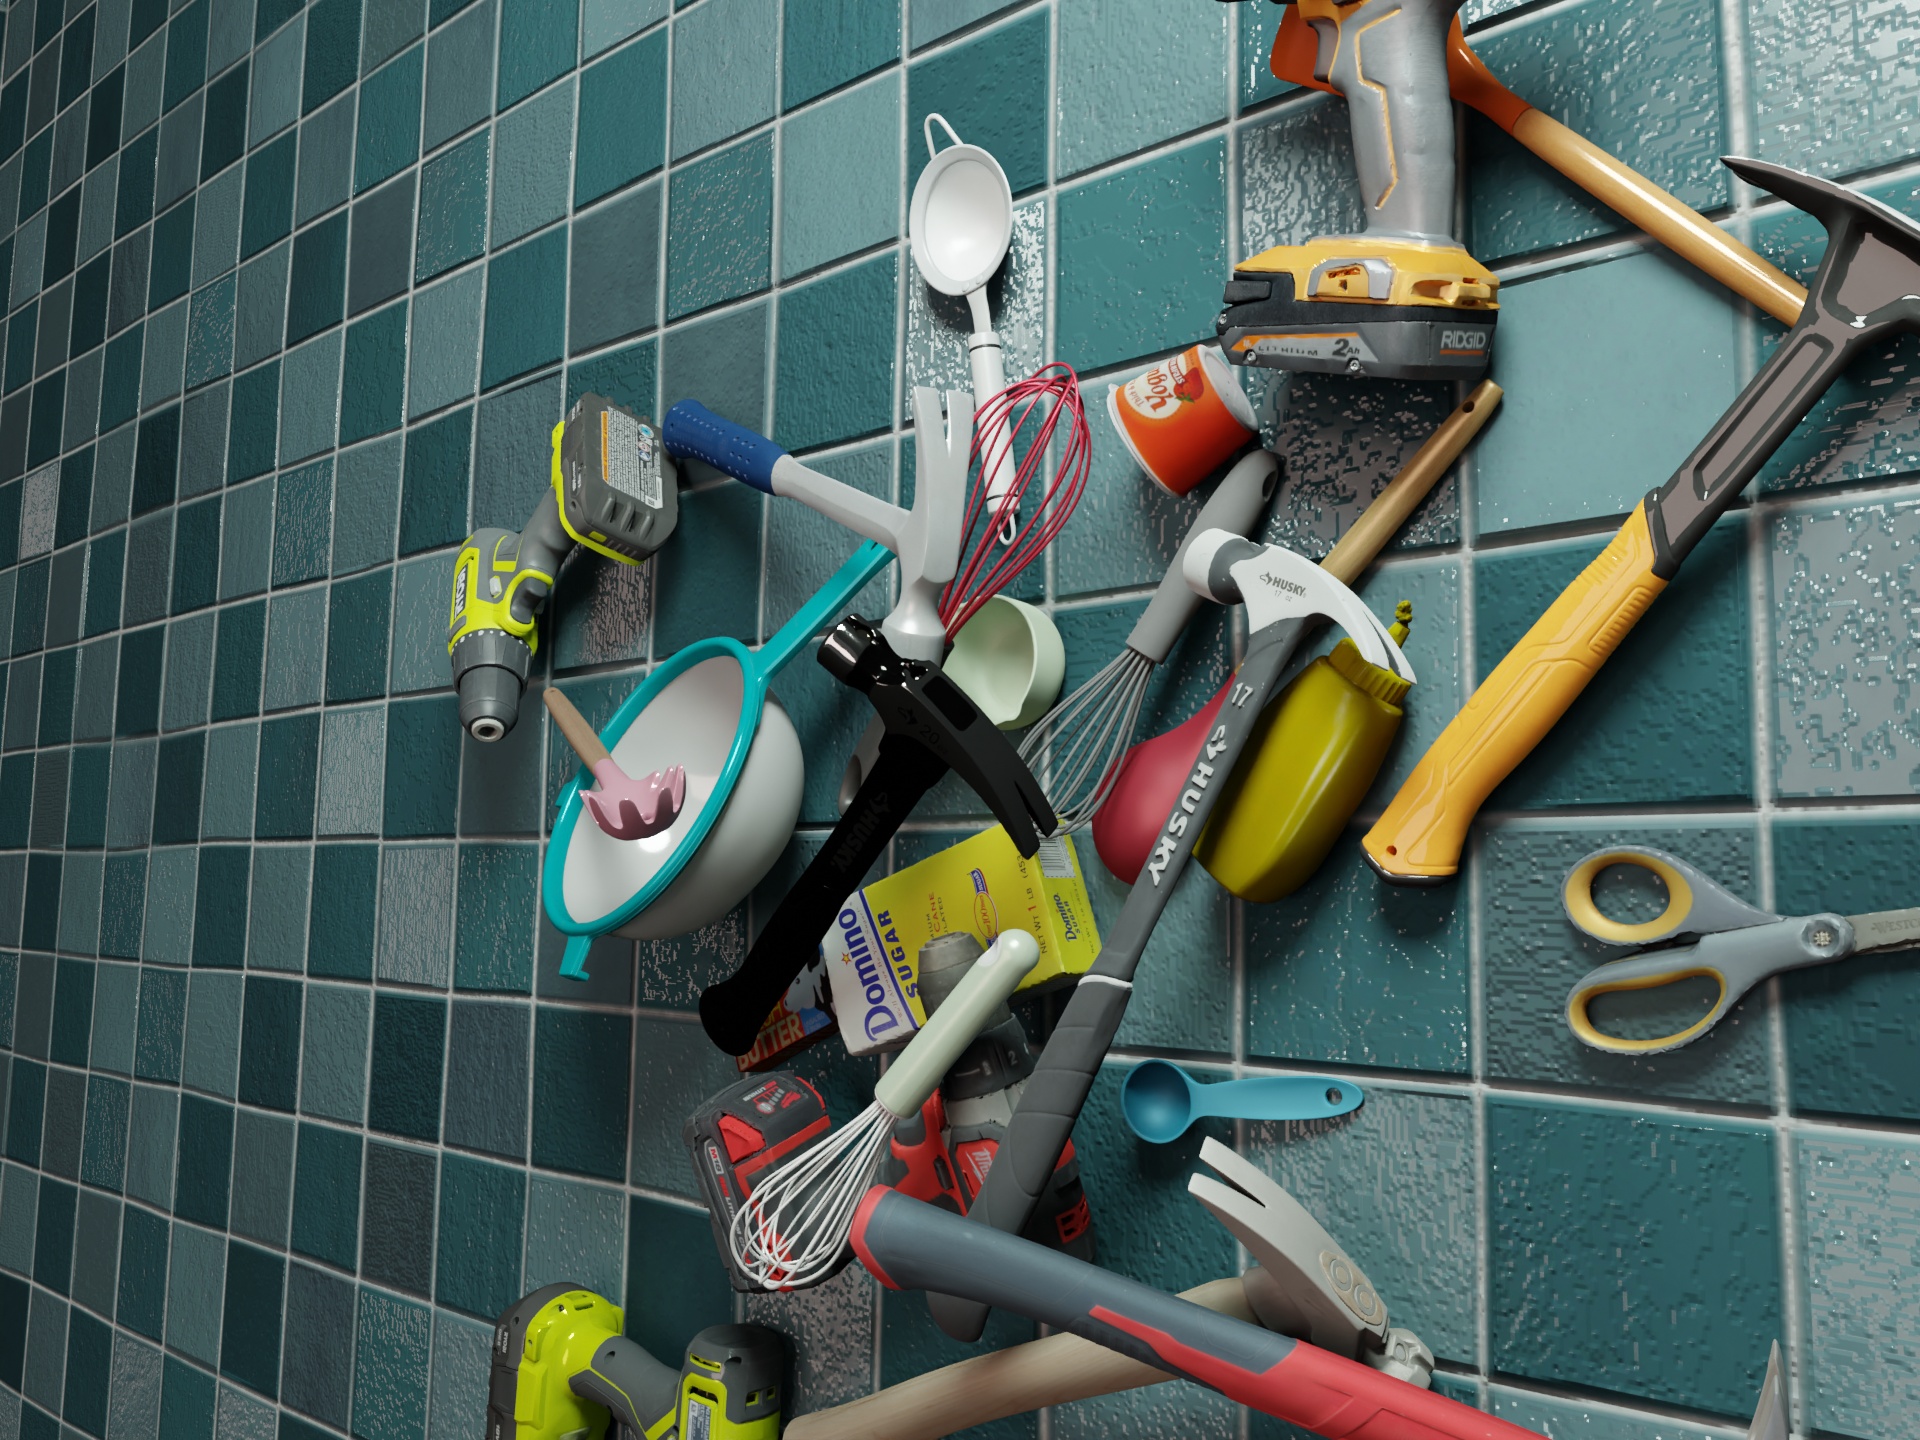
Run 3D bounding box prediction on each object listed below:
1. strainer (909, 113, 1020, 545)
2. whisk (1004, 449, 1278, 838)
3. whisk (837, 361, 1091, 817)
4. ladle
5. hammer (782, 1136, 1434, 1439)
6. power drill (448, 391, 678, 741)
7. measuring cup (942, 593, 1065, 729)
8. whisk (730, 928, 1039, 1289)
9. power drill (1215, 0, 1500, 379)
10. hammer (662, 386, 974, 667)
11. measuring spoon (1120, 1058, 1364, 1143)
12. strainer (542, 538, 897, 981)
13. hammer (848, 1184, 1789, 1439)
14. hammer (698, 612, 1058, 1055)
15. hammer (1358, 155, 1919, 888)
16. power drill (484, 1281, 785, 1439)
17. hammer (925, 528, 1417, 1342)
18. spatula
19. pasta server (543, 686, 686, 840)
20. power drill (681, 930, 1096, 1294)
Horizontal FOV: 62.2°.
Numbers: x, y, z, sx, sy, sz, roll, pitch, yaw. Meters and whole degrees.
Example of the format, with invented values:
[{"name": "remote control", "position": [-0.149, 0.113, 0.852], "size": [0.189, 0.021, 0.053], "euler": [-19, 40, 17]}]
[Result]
[{"name": "strainer", "position": [0.014, -0.230, 0.941], "size": [0.087, 0.050, 0.258], "euler": [-12, 82, 47]}, {"name": "whisk", "position": [0.093, -0.037, 0.823], "size": [0.055, 0.055, 0.239], "euler": [37, 97, 39]}, {"name": "whisk", "position": [-0.006, -0.062, 0.876], "size": [0.073, 0.073, 0.295], "euler": [45, 120, 36]}, {"name": "ladle", "position": [0.160, -0.038, 0.794], "size": [0.315, 0.031, 0.069], "euler": [-53, 51, 22]}, {"name": "hammer", "position": [0.031, 0.330, 0.816], "size": [0.146, 0.038, 0.410], "euler": [48, 128, -9]}, {"name": "power drill", "position": [-0.301, -0.108, 1.161], "size": [0.228, 0.080, 0.191], "euler": [-42, 41, 31]}, {"name": "measuring cup", "position": [-0.001, -0.003, 0.928], "size": [0.167, 0.038, 0.083], "euler": [-47, 56, 30]}, {"name": "whisk", "position": [-0.037, 0.200, 0.810], "size": [0.246, 0.059, 0.058], "euler": [-53, 13, 15]}, {"name": "power drill", "position": [0.175, -0.279, 0.741], "size": [0.185, 0.084, 0.226], "euler": [19, 112, 46]}, {"name": "hammer", "position": [-0.101, -0.152, 0.961], "size": [0.406, 0.035, 0.144], "euler": [34, 117, 56]}, {"name": "measuring spoon", "position": [0.141, 0.188, 0.792], "size": [0.128, 0.021, 0.042], "euler": [-10, 77, 32]}, {"name": "strainer", "position": [-0.124, 0.015, 0.999], "size": [0.340, 0.095, 0.211], "euler": [-44, 33, 15]}, {"name": "hammer", "position": [0.129, 0.260, 0.666], "size": [0.386, 0.038, 0.143], "euler": [14, 111, 23]}, {"name": "hammer", "position": [-0.071, 0.097, 0.884], "size": [0.146, 0.035, 0.334], "euler": [40, 132, 6]}, {"name": "hammer", "position": [0.274, -0.064, 0.674], "size": [0.127, 0.034, 0.336], "euler": [46, 118, 28]}, {"name": "power drill", "position": [-0.209, 0.465, 1.030], "size": [0.223, 0.080, 0.171], "euler": [1, 85, 39]}, {"name": "hammer", "position": [0.081, 0.111, 0.756], "size": [0.149, 0.036, 0.409], "euler": [34, 101, 57]}, {"name": "spatula", "position": [0.265, -0.257, 0.715], "size": [0.323, 0.041, 0.081], "euler": [52, 136, 32]}, {"name": "pasta server", "position": [-0.235, 0.017, 1.022], "size": [0.316, 0.060, 0.040], "euler": [-147, 45, -61]}, {"name": "power drill", "position": [-0.044, 0.223, 0.879], "size": [0.227, 0.080, 0.188], "euler": [-18, 90, 33]}]
